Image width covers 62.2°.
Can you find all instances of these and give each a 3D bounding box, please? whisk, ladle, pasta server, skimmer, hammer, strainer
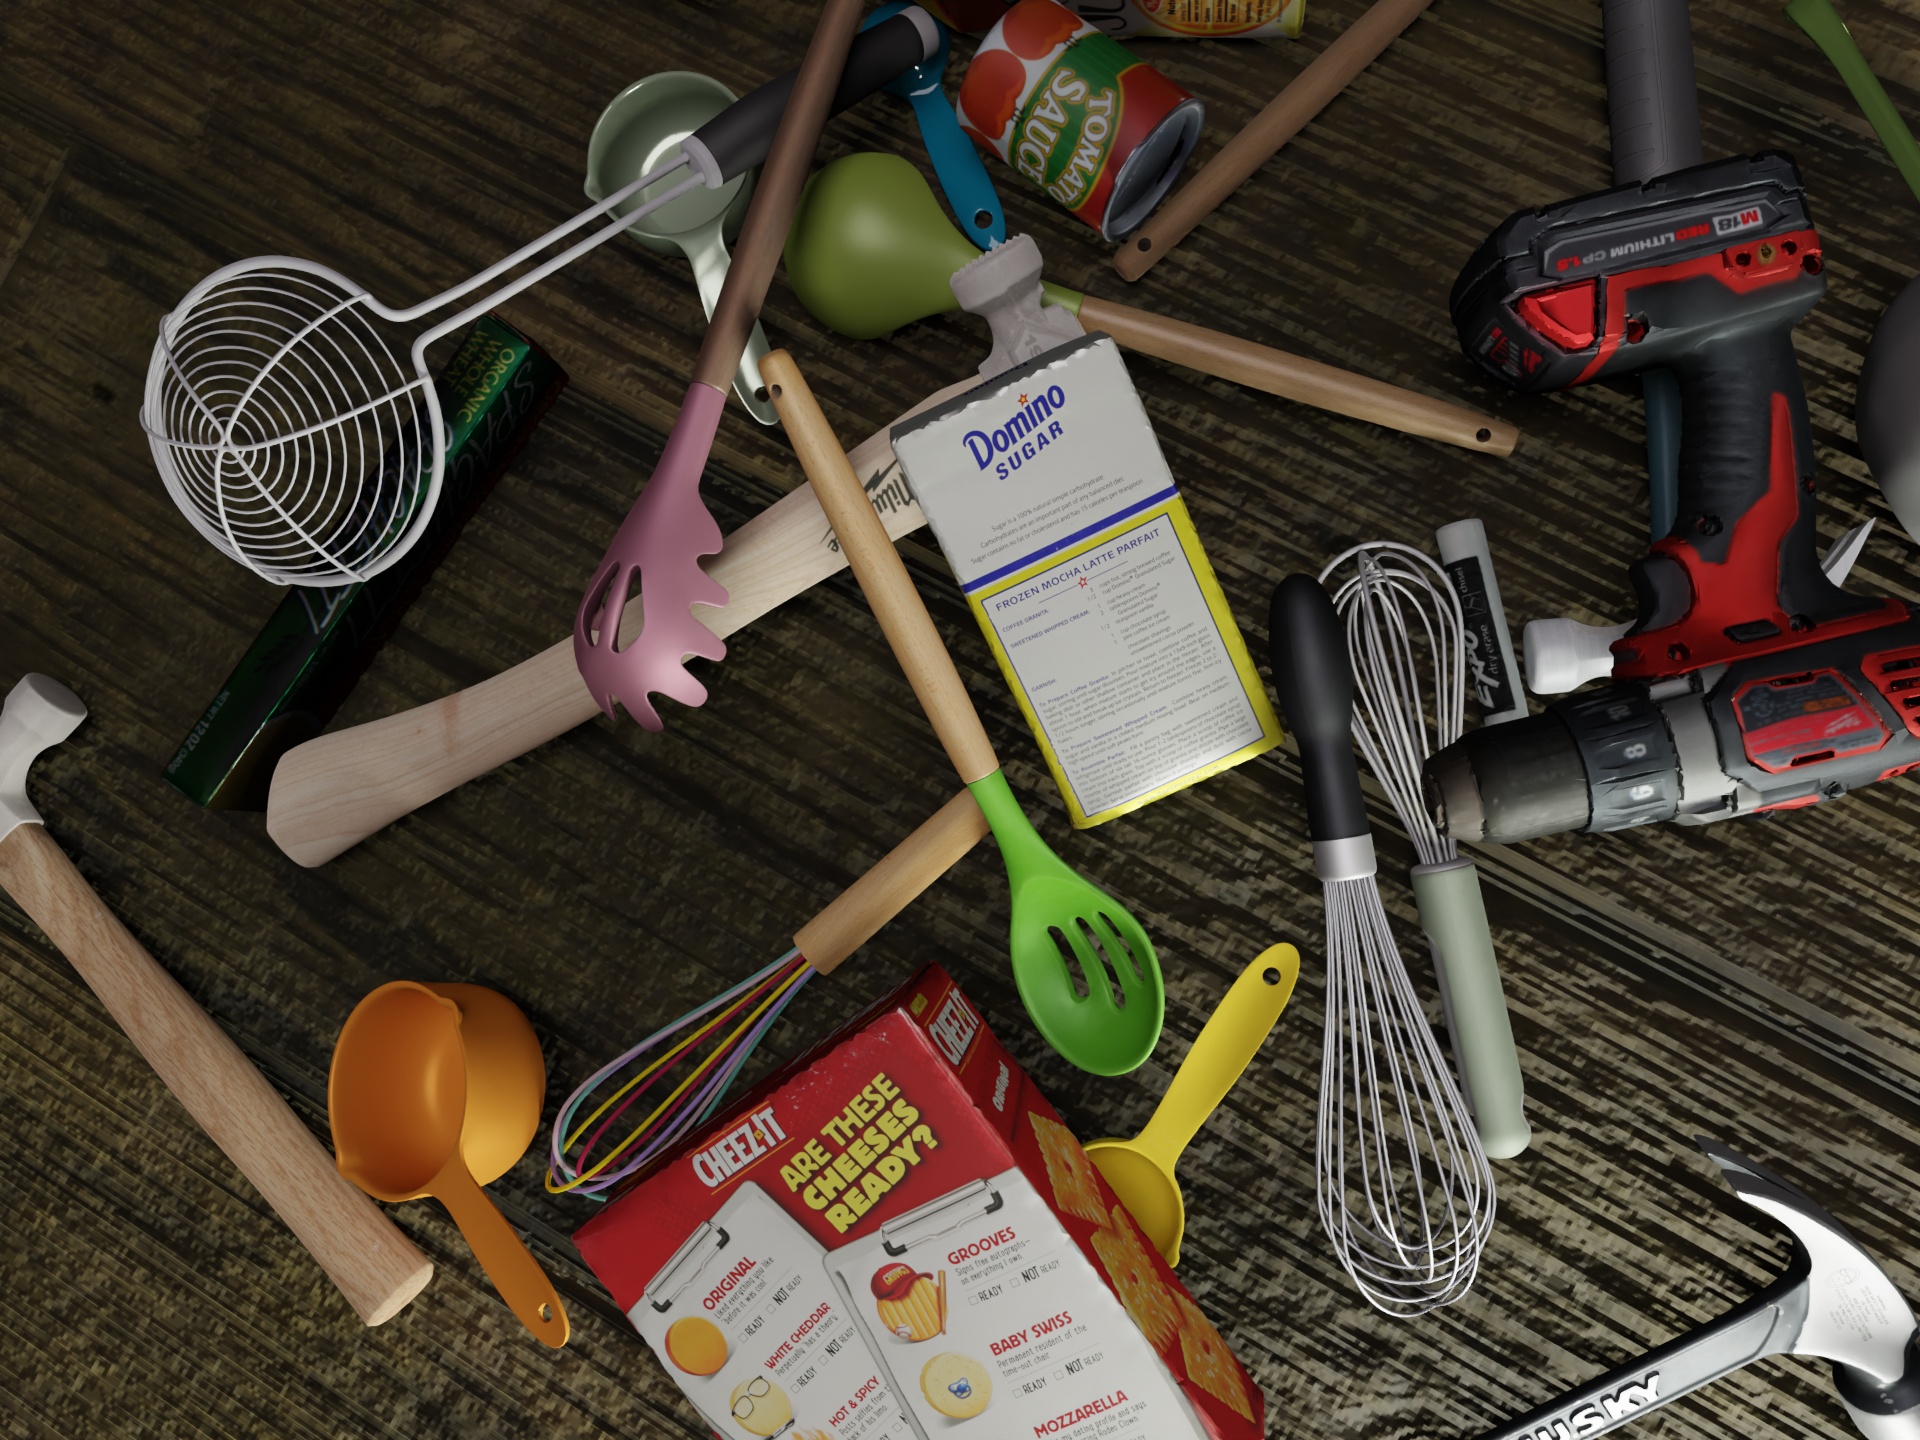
[{"bbox_3d":[-0.078,0.115,0.662,0.245,0.047,0.051,-41,79,0],"label":"whisk"},{"bbox_3d":[0.151,0.084,0.606,0.070,0.070,0.284,-10,88,8],"label":"whisk"},{"bbox_3d":[0.076,-0.165,0.672,0.320,0.062,0.078,18,108,3],"label":"ladle"},{"bbox_3d":[-0.087,-0.151,0.627,0.060,0.040,0.316,14,80,24],"label":"pasta server"},{"bbox_3d":[-0.161,-0.190,0.657,0.363,0.090,0.127,-38,97,-18],"label":"skimmer"},{"bbox_3d":[-0.356,0.137,0.709,0.331,0.031,0.130,44,92,10],"label":"hammer"},{"bbox_3d":[0.151,0.294,0.591,0.409,0.036,0.149,-31,110,9],"label":"hammer"},{"bbox_3d":[0.186,0.050,0.626,0.059,0.058,0.246,-12,87,13],"label":"whisk"},{"bbox_3d":[0.283,-0.178,0.640,0.128,0.033,0.331,-3,84,9],"label":"hammer"},{"bbox_3d":[0.351,-0.148,0.590,0.069,0.151,0.256,-32,76,36],"label":"strainer"},{"bbox_3d":[-0.114,-0.036,0.675,0.410,0.038,0.146,-29,106,10],"label":"hammer"}]

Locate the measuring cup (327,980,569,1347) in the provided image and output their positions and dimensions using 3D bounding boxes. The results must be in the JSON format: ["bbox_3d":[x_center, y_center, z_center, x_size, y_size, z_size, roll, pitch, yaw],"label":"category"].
[{"bbox_3d":[-0.189,0.179,0.644,0.174,0.052,0.095,44,106,29],"label":"measuring cup"}]

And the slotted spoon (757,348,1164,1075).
[{"bbox_3d":[-0.001,-0.002,0.627,0.070,0.031,0.313,-21,99,37],"label":"slotted spoon"}]

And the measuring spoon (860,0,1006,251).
[{"bbox_3d":[-0.010,-0.265,0.700,0.042,0.021,0.129,-25,79,6],"label":"measuring spoon"}]

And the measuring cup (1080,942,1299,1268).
[{"bbox_3d":[0.089,0.155,0.640,0.062,0.029,0.156,34,88,11],"label":"measuring cup"}]

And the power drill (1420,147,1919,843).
[{"bbox_3d":[0.242,-0.070,0.578,0.188,0.080,0.227,-14,85,4],"label":"power drill"}]

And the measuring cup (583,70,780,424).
[{"bbox_3d":[-0.107,-0.203,0.703,0.083,0.038,0.168,-22,83,6],"label":"measuring cup"}]

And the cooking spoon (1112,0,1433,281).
[{"bbox_3d":[0.185,-0.301,0.675,0.319,0.017,0.069,-43,84,3],"label":"cooking spoon"}]
